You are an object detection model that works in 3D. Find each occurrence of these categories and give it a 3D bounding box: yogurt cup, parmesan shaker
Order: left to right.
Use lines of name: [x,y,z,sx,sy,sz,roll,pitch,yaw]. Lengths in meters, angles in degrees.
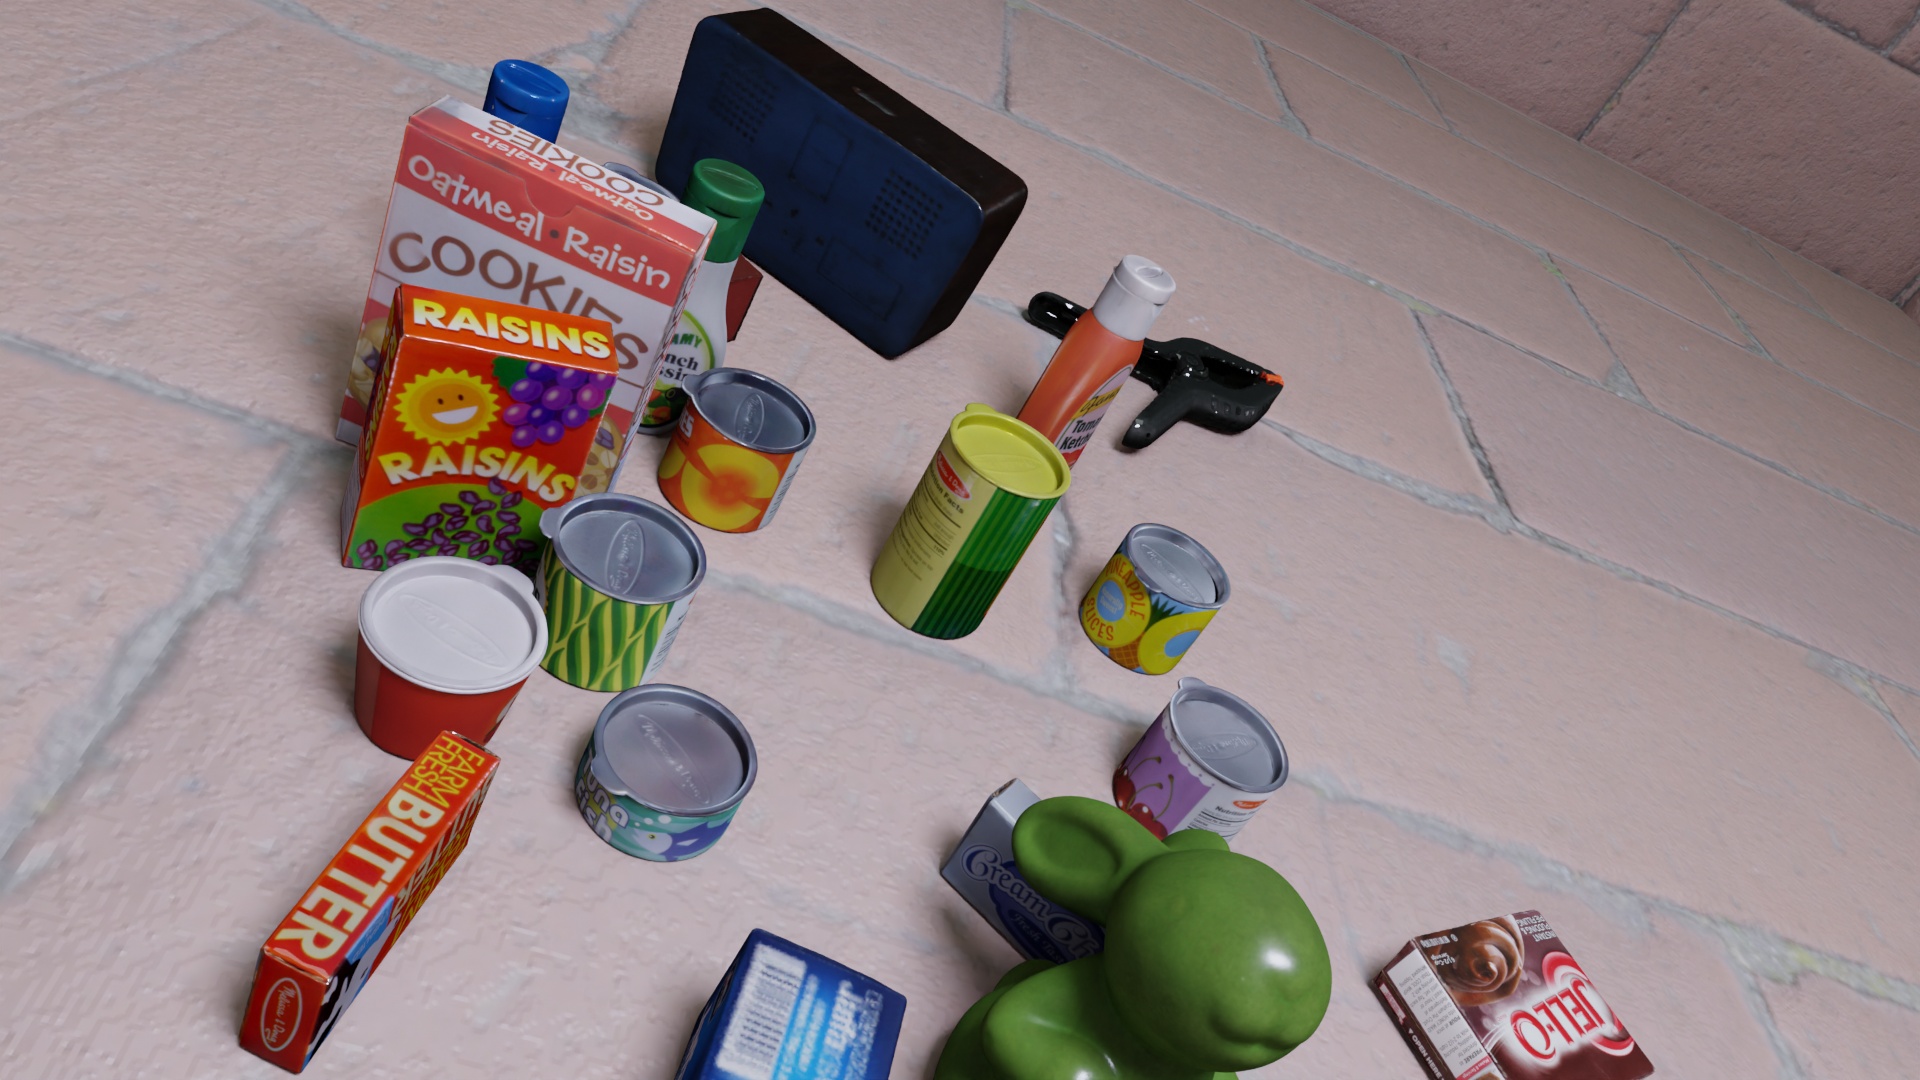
yogurt cup: [-0.198,0.048,0.532,0.072,0.053,0.073,20,35,-15]
parmesan shaker: [0.003,-0.009,0.712,0.071,0.102,0.072,20,35,-15]

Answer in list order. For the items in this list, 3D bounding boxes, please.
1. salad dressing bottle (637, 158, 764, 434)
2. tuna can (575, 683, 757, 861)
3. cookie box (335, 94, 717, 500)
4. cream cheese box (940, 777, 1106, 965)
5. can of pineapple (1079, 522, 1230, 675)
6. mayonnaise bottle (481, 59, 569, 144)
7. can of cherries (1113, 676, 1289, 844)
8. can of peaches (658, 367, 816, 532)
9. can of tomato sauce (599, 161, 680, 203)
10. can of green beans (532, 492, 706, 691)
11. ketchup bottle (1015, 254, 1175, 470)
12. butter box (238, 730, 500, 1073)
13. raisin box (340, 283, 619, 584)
salad dressing bottle: [-0.142,-0.123,0.709,0.064,0.147,0.044,16,37,-21]
tuna can: [-0.119,0.093,0.552,0.071,0.032,0.071,20,35,-15]
cookie box: [-0.194,-0.092,0.613,0.123,0.166,0.040,24,34,-10]
cream cheese box: [0.043,0.154,0.578,0.104,0.053,0.024,42,35,16]
can of pineapple: [0.107,0.033,0.777,0.071,0.057,0.071,20,35,-15]
mayonnaise bottle: [-0.233,-0.166,0.695,0.065,0.147,0.041,28,34,-4]
can of cherries: [0.116,0.112,0.682,0.071,0.058,0.072,20,35,-15]
can of peaches: [-0.117,-0.047,0.711,0.071,0.057,0.071,20,35,-15]
can of tomato sauce: [-0.196,-0.155,0.768,0.071,0.082,0.071,20,35,-15]
can of green beans: [-0.150,0.022,0.597,0.071,0.057,0.071,20,35,-15]
ketchup bottle: [0.079,-0.105,0.851,0.043,0.148,0.065,43,36,18]
butter box: [-0.191,0.114,0.453,0.024,0.052,0.104,28,34,-4]
raisin box: [-0.202,-0.041,0.580,0.086,0.122,0.040,8,40,-30]
